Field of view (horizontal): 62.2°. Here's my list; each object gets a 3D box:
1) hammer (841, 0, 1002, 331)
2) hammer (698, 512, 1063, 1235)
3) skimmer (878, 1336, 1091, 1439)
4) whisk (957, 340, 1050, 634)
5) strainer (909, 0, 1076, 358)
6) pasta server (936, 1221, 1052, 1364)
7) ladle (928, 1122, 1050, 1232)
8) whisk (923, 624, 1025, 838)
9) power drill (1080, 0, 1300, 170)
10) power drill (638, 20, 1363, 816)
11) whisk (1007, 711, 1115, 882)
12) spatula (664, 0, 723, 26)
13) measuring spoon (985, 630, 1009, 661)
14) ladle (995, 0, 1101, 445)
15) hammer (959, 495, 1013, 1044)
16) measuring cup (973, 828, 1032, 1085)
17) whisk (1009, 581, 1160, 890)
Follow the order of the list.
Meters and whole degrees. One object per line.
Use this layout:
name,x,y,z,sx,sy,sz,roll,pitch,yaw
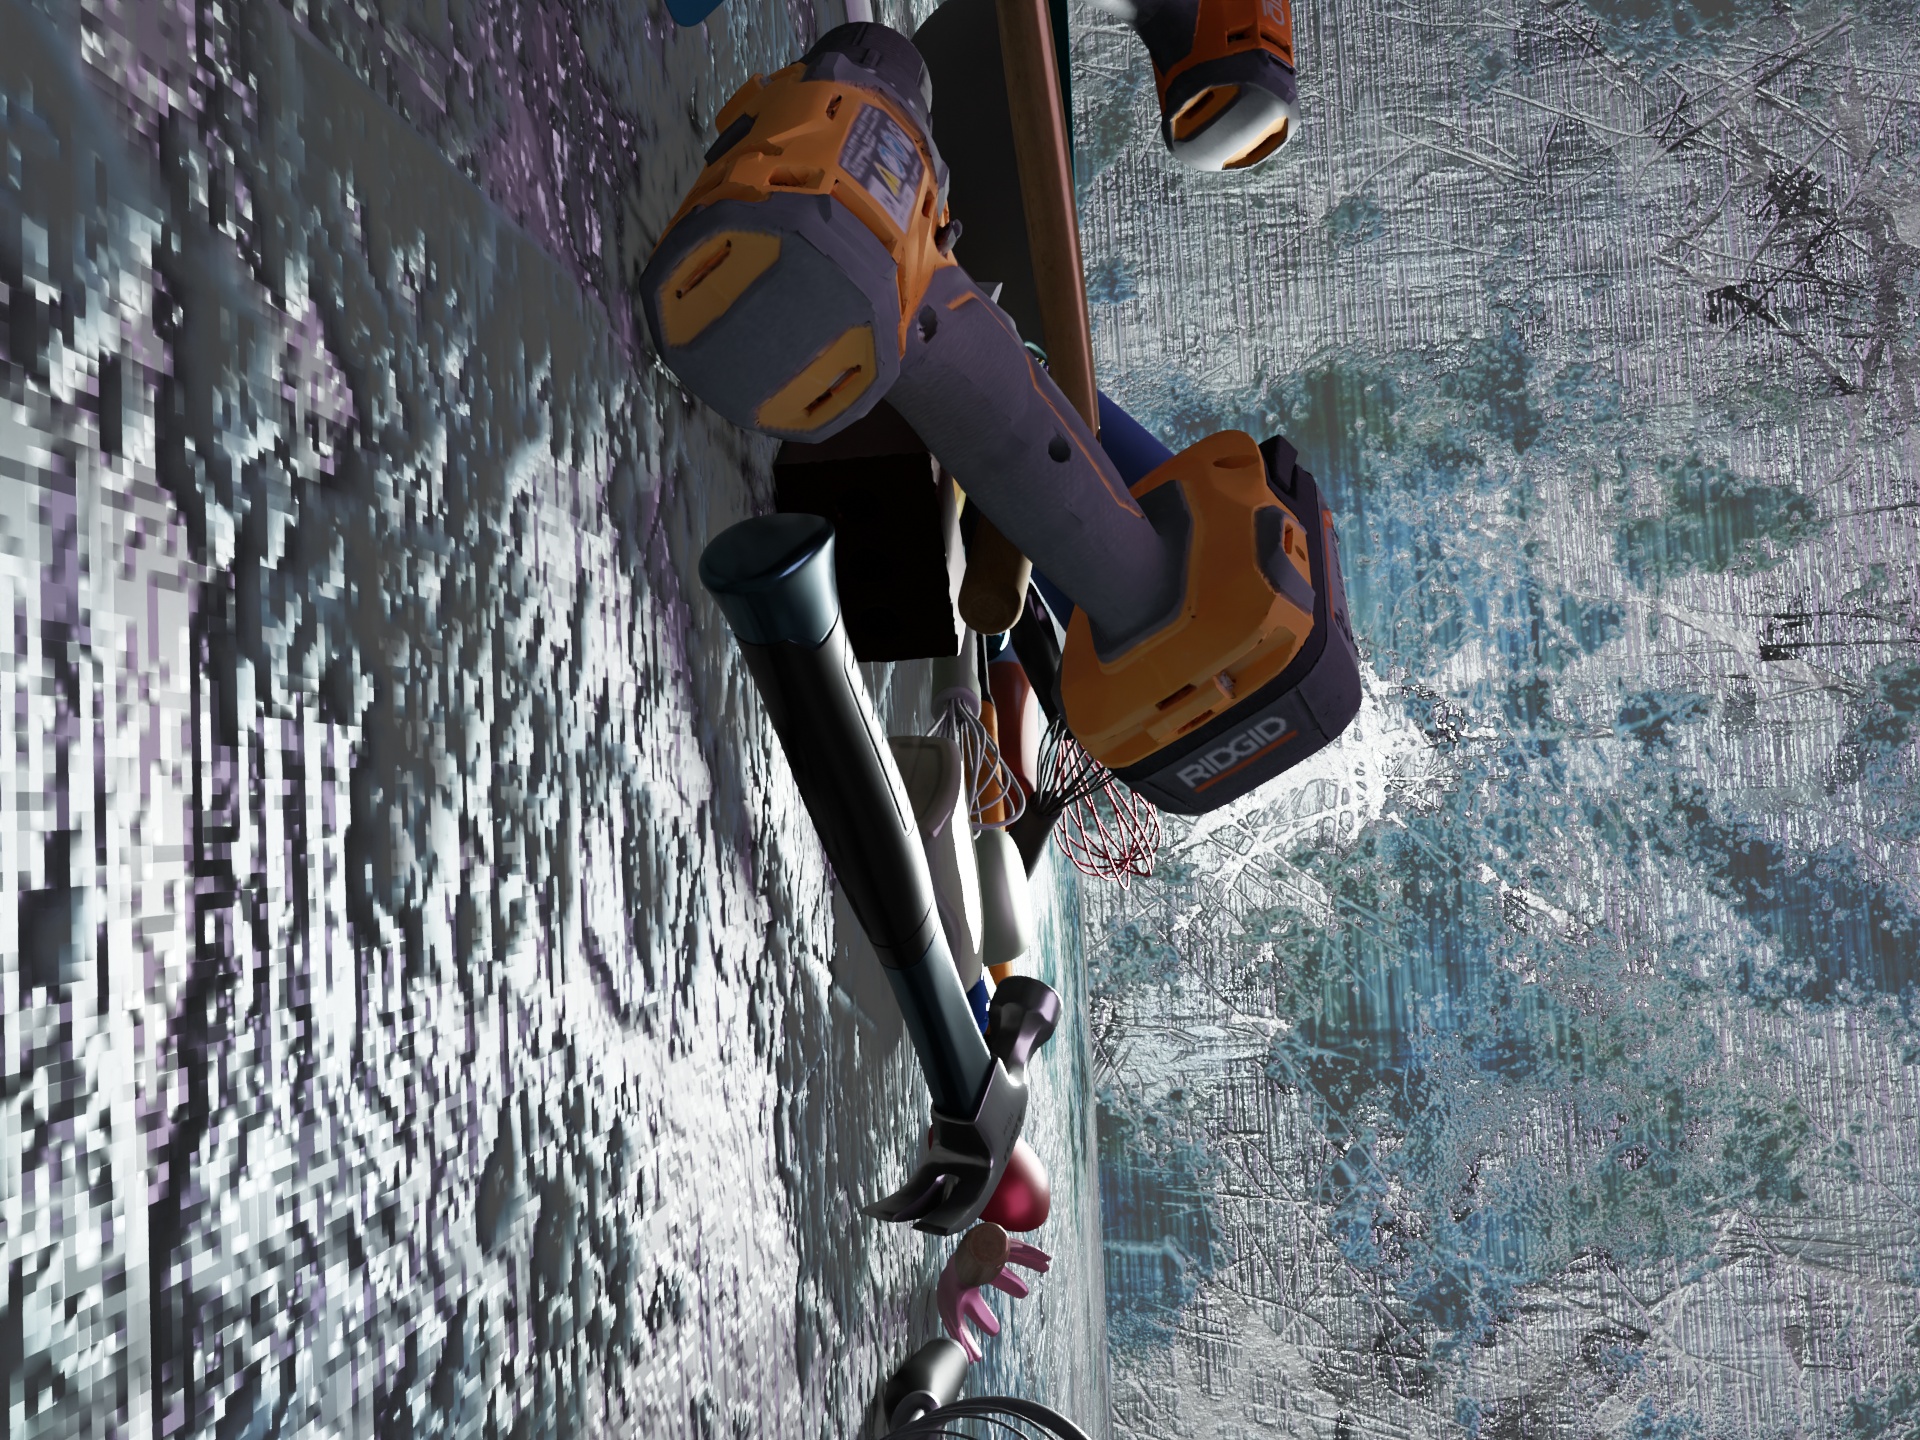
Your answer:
hammer,-0.043,-0.299,0.531,0.144,0.035,0.405,-59,145,-56
hammer,-0.020,0.061,0.525,0.330,0.033,0.128,74,32,-46
skimmer,0.004,0.250,0.495,0.127,0.090,0.363,-59,170,-9
whisk,0.022,-0.094,0.600,0.245,0.047,0.051,-77,149,-58
strainer,0.010,-0.337,0.842,0.210,0.095,0.341,79,8,-61
pasta server,0.012,0.220,0.630,0.060,0.040,0.316,-49,167,-17
ladle,0.019,0.208,0.869,0.031,0.069,0.315,-53,179,1
whisk,-0.001,-0.002,0.779,0.246,0.059,0.057,-90,-173,-67
power drill,0.050,-0.349,0.677,0.084,0.226,0.164,-29,-126,47
power drill,0.018,-0.099,0.469,0.226,0.084,0.186,41,33,-25
whisk,0.055,0.055,0.974,0.238,0.055,0.055,114,-19,-52
spatula,-0.033,-0.312,0.470,0.082,0.044,0.318,75,20,-44
measuring spoon,0.032,-0.082,1.025,0.128,0.021,0.042,115,-28,-55
ladle,0.030,-0.223,0.491,0.078,0.062,0.319,-58,144,-50
hammer,0.012,0.021,0.937,0.127,0.034,0.337,37,50,-83
measuring cup,0.028,0.133,0.876,0.083,0.038,0.167,-81,155,-63
whisk,0.072,0.015,1.001,0.295,0.073,0.073,65,21,-47
